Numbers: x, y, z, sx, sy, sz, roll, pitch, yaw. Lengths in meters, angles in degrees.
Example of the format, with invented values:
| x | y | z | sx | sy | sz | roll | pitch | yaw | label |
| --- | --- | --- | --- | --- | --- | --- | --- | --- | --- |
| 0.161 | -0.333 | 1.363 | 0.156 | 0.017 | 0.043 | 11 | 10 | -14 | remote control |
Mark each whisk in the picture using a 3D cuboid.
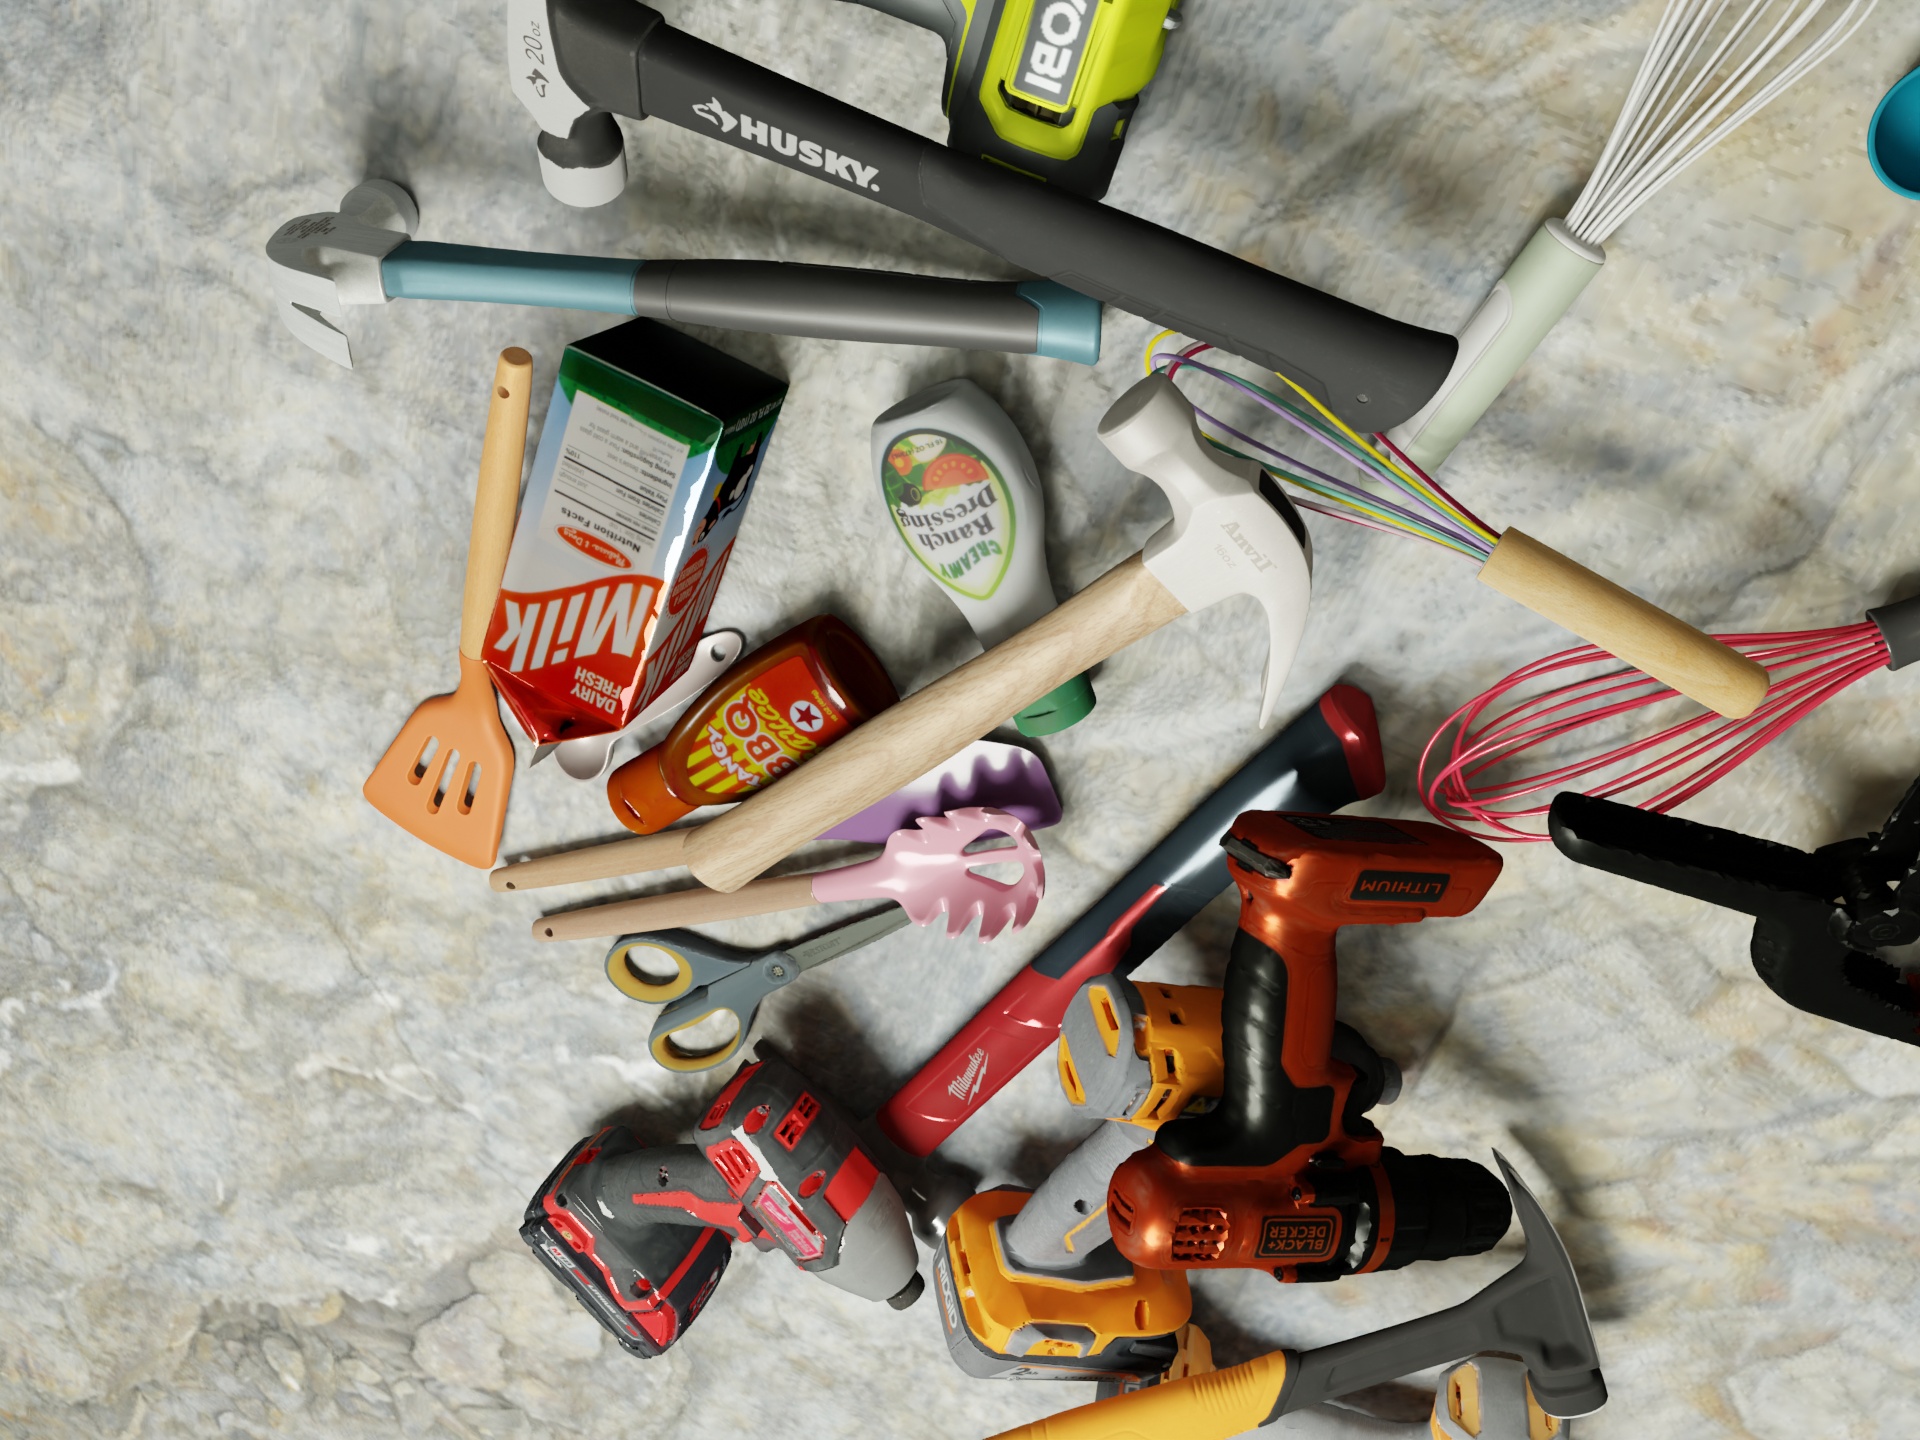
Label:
| x | y | z | sx | sy | sz | roll | pitch | yaw | label |
| --- | --- | --- | --- | --- | --- | --- | --- | --- | --- |
| 0.169 | -0.072 | 0.560 | 0.245 | 0.051 | 0.047 | 32 | 124 | 12 | whisk |
| 0.309 | -0.021 | 0.570 | 0.296 | 0.073 | 0.073 | -22 | 108 | 21 | whisk |
| 0.210 | -0.167 | 0.531 | 0.059 | 0.058 | 0.246 | 14 | 131 | -24 | whisk |

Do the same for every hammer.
| x | y | z | sx | sy | sz | roll | pitch | yaw | label |
| --- | --- | --- | --- | --- | --- | --- | --- | --- | --- |
| 0.119 | 0.307 | 0.728 | 0.337 | 0.034 | 0.127 | -20 | 102 | 3 | hammer |
| 0.042 | 0.108 | 0.740 | 0.143 | 0.038 | 0.386 | 40 | 122 | -2 | hammer |
| -0.109 | -0.168 | 0.616 | 0.331 | 0.128 | 0.033 | 6 | 126 | 7 | hammer |
| 0.003 | -0.177 | 0.527 | 0.335 | 0.035 | 0.146 | 24 | 153 | 5 | hammer |
| -0.001 | -0.002 | 0.646 | 0.130 | 0.031 | 0.331 | 43 | 129 | -20 | hammer |

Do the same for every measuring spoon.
| x | y | z | sx | sy | sz | roll | pitch | yaw | label |
| --- | --- | --- | --- | --- | --- | --- | --- | --- | --- |
| -0.147 | -0.009 | 0.761 | 0.124 | 0.018 | 0.034 | -31 | 87 | 23 | measuring spoon |
| 0.311 | -0.225 | 0.485 | 0.042 | 0.021 | 0.128 | 12 | 111 | 14 | measuring spoon |

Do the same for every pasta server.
| x | y | z | sx | sy | sz | roll | pitch | yaw | label |
| --- | --- | --- | --- | --- | --- | --- | --- | --- | --- |
| -0.094 | 0.086 | 0.766 | 0.316 | 0.040 | 0.060 | -11 | 96 | 29 | pasta server |

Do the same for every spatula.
| x | y | z | sx | sy | sz | roll | pitch | yaw | label |
| --- | --- | --- | --- | --- | --- | --- | --- | --- | --- |
| -0.224 | -0.042 | 0.726 | 0.081 | 0.041 | 0.322 | 31 | 139 | 2 | spatula |
| -0.103 | 0.054 | 0.773 | 0.316 | 0.018 | 0.059 | -12 | 121 | 24 | spatula |

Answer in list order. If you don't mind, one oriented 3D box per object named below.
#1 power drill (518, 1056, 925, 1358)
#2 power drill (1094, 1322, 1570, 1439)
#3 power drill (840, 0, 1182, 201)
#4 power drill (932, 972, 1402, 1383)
| x | y | z | sx | sy | sz | roll | pitch | yaw | label |
| --- | --- | --- | --- | --- | --- | --- | --- | --- | --- |
| -0.121 | 0.262 | 0.831 | 0.219 | 0.078 | 0.143 | -29 | 105 | 41 | power drill |
| 0.187 | 0.394 | 0.819 | 0.226 | 0.084 | 0.185 | 2 | 124 | 13 | power drill |
| -0.024 | -0.297 | 0.526 | 0.228 | 0.080 | 0.190 | 22 | 123 | 4 | power drill |
| 0.095 | 0.213 | 0.738 | 0.164 | 0.084 | 0.226 | 11 | 124 | -22 | power drill |
